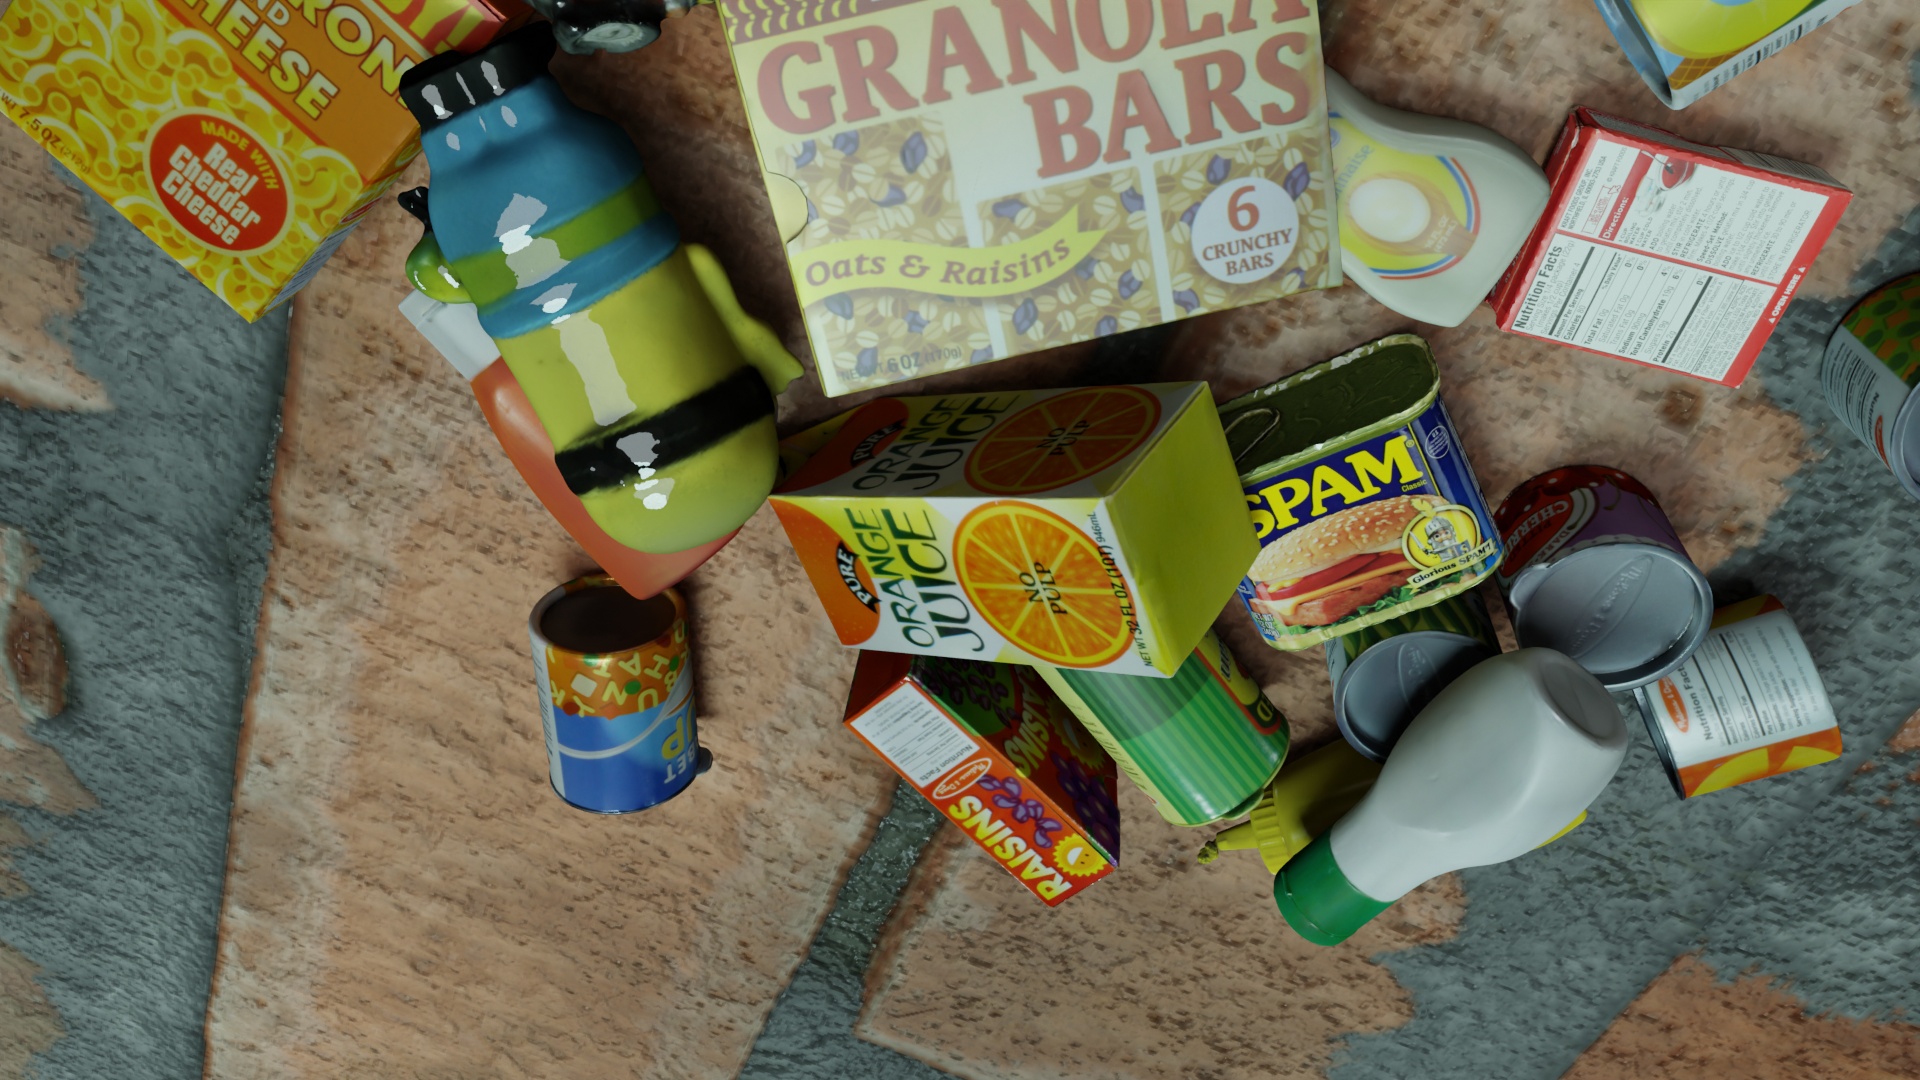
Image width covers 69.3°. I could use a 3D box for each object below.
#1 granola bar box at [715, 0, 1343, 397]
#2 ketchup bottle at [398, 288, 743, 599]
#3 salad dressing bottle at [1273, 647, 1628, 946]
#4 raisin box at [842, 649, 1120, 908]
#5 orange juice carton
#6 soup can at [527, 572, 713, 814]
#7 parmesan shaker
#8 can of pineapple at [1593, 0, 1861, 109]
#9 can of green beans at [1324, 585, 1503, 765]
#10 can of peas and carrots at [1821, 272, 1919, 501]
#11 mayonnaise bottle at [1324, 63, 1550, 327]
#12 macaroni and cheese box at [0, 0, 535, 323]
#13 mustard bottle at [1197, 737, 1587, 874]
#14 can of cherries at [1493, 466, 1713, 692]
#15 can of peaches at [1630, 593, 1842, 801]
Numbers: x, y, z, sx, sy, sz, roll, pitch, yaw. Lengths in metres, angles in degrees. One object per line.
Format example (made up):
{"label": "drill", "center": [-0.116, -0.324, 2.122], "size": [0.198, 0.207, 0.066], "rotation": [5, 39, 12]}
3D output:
{"label": "granola bar box", "center": [0.024, -0.121, 0.415], "size": [0.165, 0.039, 0.123], "rotation": [-12, 115, 3]}
{"label": "ketchup bottle", "center": [-0.153, -0.047, 0.547], "size": [0.064, 0.044, 0.148], "rotation": [-34, 111, 18]}
{"label": "salad dressing bottle", "center": [0.173, 0.099, 0.510], "size": [0.044, 0.064, 0.147], "rotation": [20, 131, -20]}
{"label": "raisin box", "center": [0.013, 0.079, 0.573], "size": [0.040, 0.086, 0.123], "rotation": [-38, 109, 21]}
{"label": "orange juice carton", "center": [0.002, -0.006, 0.509], "size": [0.192, 0.073, 0.071], "rotation": [2, 126, 40]}
{"label": "soup can", "center": [-0.145, 0.065, 0.600], "size": [0.071, 0.072, 0.083], "rotation": [5, 121, 5]}
{"label": "parmesan shaker", "center": [0.078, 0.058, 0.560], "size": [0.071, 0.072, 0.103], "rotation": [-31, 111, 24]}
{"label": "can of pineapple", "center": [0.220, -0.171, 0.406], "size": [0.057, 0.071, 0.071], "rotation": [-31, 112, 24]}
{"label": "can of green beans", "center": [0.178, 0.047, 0.546], "size": [0.071, 0.058, 0.071], "rotation": [4, 121, 6]}
{"label": "can of peas and carrots", "center": [0.337, -0.051, 0.464], "size": [0.071, 0.059, 0.070], "rotation": [3, 121, 6]}
{"label": "mayonnaise bottle", "center": [0.115, -0.127, 0.461], "size": [0.148, 0.041, 0.064], "rotation": [23, 123, -6]}
{"label": "macaroni and cheese box", "center": [-0.247, -0.175, 0.486], "size": [0.166, 0.040, 0.123], "rotation": [-37, 110, 25]}
{"label": "mustard bottle", "center": [0.176, 0.111, 0.591], "size": [0.160, 0.049, 0.065], "rotation": [-18, 116, 19]}
{"label": "can of cherries", "center": [0.234, 0.012, 0.518], "size": [0.071, 0.059, 0.071], "rotation": [4, 122, 6]}
{"label": "can of peaches", "center": [0.294, 0.060, 0.535], "size": [0.058, 0.071, 0.071], "rotation": [-21, 115, 19]}
